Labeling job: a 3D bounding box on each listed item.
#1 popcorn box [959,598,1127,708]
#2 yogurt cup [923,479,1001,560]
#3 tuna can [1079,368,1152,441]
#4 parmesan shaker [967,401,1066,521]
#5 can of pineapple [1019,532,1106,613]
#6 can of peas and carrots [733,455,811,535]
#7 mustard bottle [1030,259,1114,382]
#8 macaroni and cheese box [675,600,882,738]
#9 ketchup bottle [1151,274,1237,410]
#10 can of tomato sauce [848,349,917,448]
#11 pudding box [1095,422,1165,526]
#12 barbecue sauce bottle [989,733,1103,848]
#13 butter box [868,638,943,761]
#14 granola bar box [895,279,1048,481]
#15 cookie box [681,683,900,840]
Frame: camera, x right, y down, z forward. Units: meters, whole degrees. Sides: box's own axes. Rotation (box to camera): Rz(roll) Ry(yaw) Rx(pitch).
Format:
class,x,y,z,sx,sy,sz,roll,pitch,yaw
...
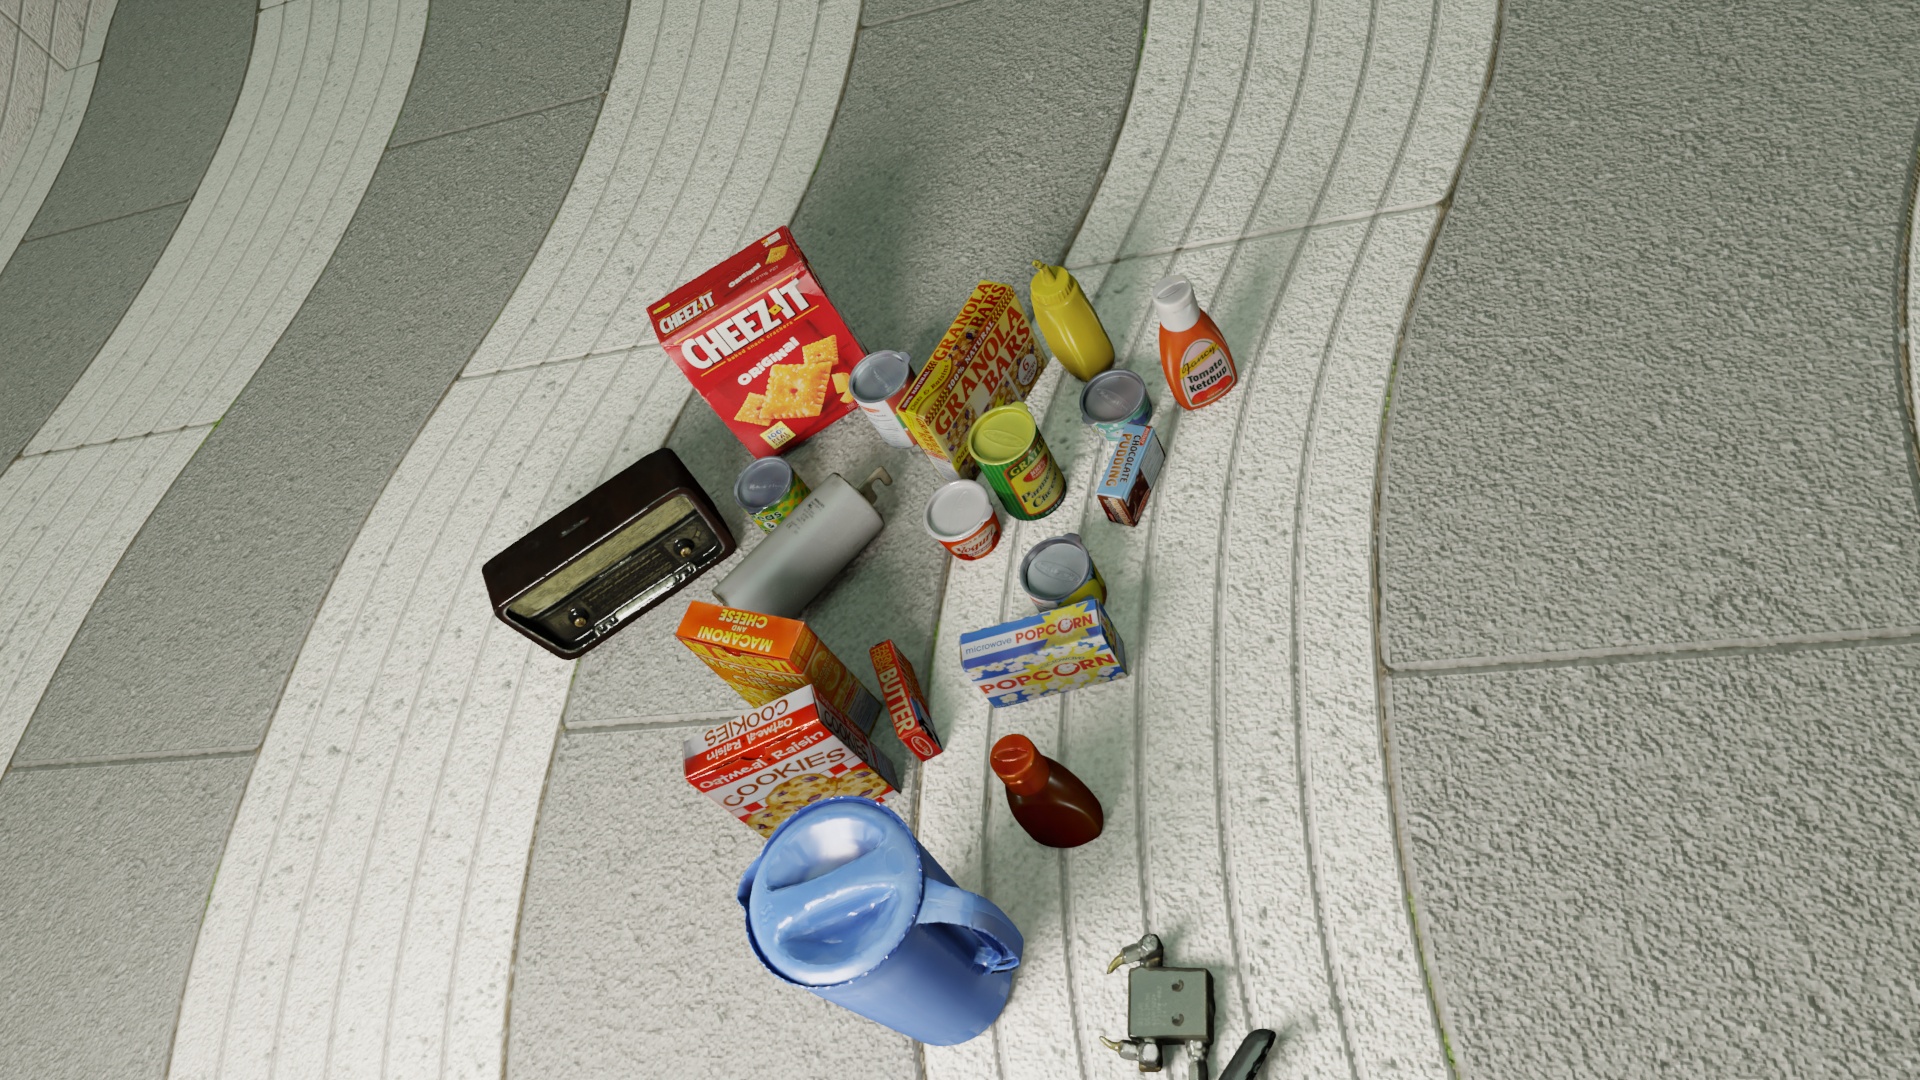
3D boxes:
class,x,y,z,sx,sy,sz,roll,pitch,yaw
popcorn box,0.072,0.099,1.199,0.126,0.085,0.038,-16,54,14
yogurt cup,0.005,-0.017,1.324,0.072,0.053,0.073,-11,55,17
tuna can,0.150,-0.129,1.347,0.071,0.032,0.071,-11,55,17
parmesan shaker,0.057,-0.073,1.307,0.071,0.102,0.071,-11,55,17
can of pineapple,0.094,0.037,1.247,0.071,0.057,0.071,-11,55,17
can of peas and carrots,-0.190,-0.042,1.424,0.071,0.058,0.071,-11,55,17
mustard bottle,0.103,-0.219,1.346,0.049,0.159,0.065,-44,52,-7
macaroni and cheese box,-0.159,0.117,1.237,0.124,0.166,0.040,8,63,28
ketchup bottle,0.211,-0.184,1.282,0.065,0.148,0.044,-31,52,3
can of tomato sauce,-0.066,-0.145,1.421,0.071,0.082,0.071,-11,55,17
pudding box,0.159,-0.061,1.288,0.030,0.049,0.084,12,64,30
barbecue sauce bottle,0.064,0.199,1.097,0.065,0.148,0.044,-10,56,18
butter box,-0.049,0.143,1.244,0.024,0.053,0.104,-27,52,6
granola bar box,0.014,-0.153,1.365,0.039,0.123,0.166,20,69,33
cookie box,-0.141,0.195,1.177,0.123,0.167,0.040,-25,52,7
